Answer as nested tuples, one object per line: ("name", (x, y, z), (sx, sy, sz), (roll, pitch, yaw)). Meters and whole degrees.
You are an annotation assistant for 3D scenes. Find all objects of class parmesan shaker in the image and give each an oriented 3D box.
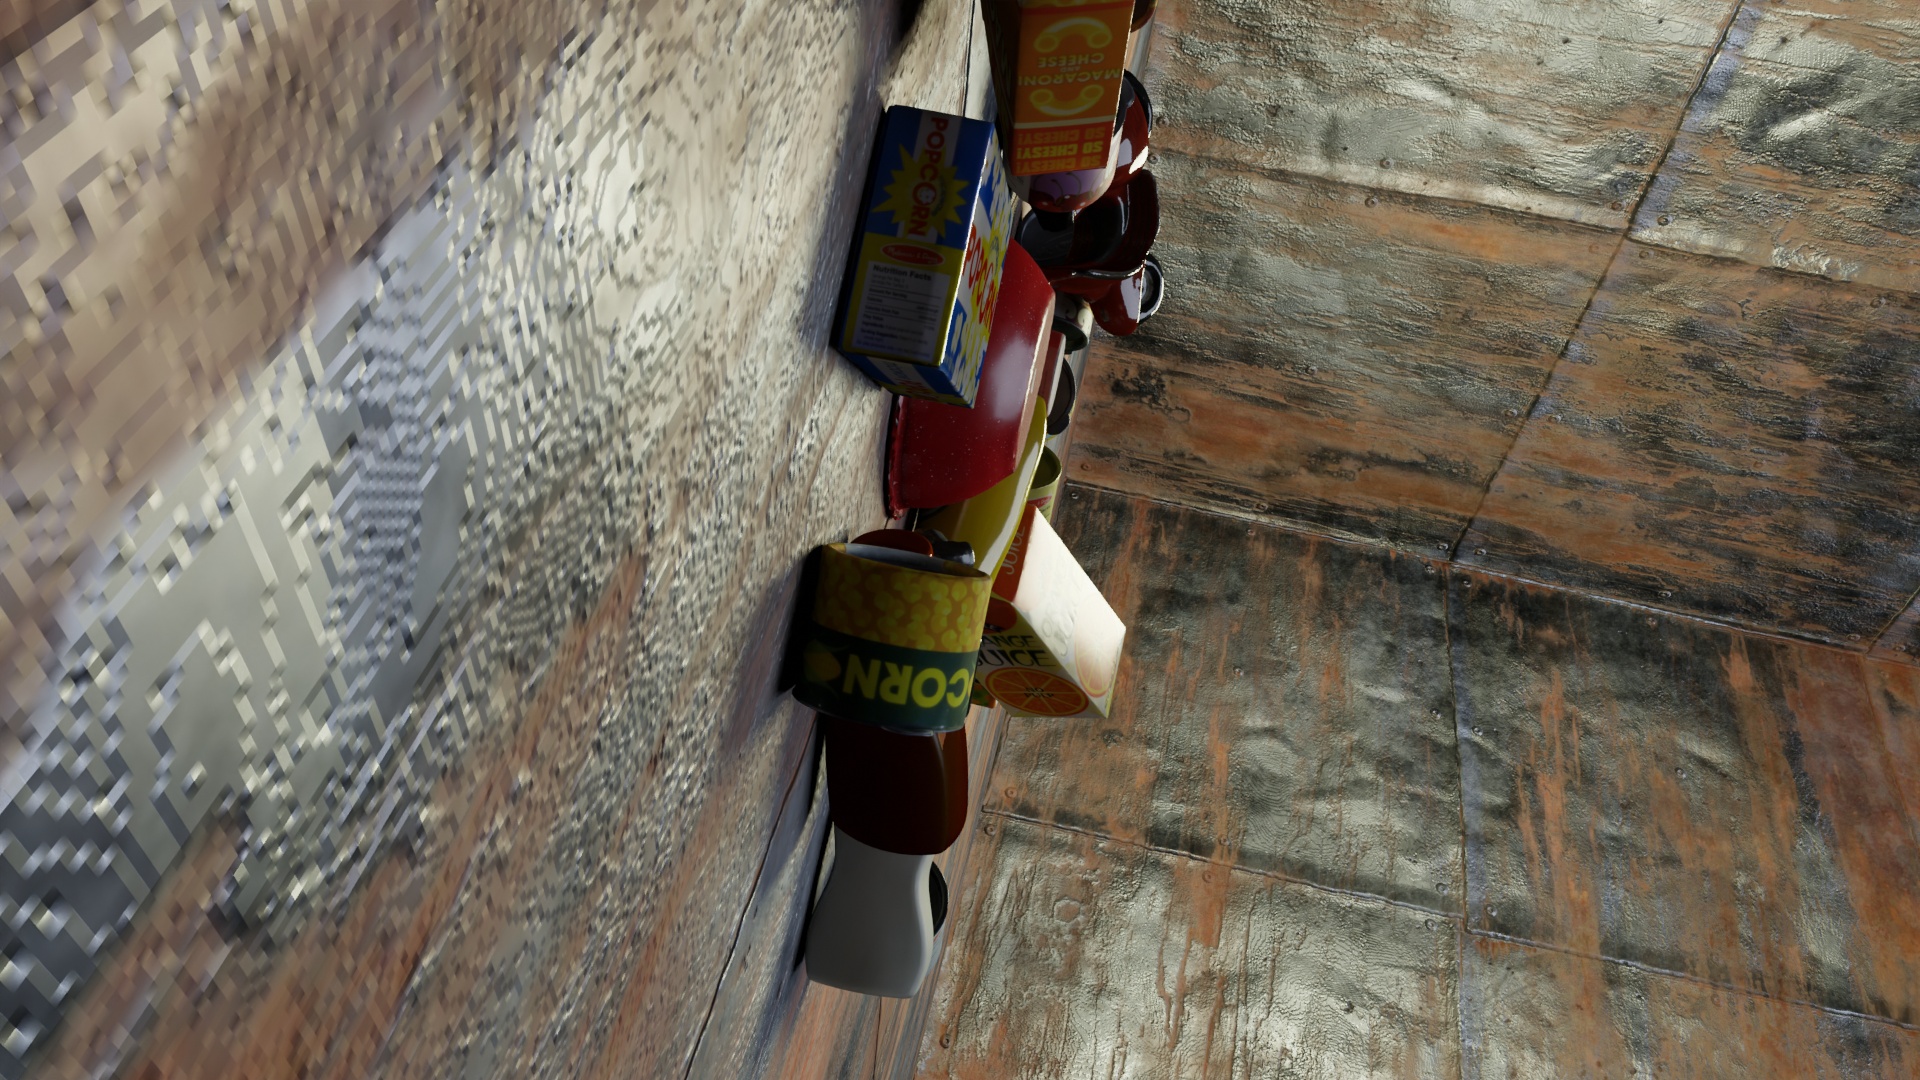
("parmesan shaker", (0.030, -0.017, 1.021), (0.072, 0.071, 0.102), (-71, 173, -52))

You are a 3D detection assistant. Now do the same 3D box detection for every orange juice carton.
("orange juice carton", (0.032, 0.038, 0.876), (0.192, 0.073, 0.072), (51, 45, -45))

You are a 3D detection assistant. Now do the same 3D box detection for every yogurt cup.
("yogurt cup", (0.036, -0.111, 0.895), (0.072, 0.054, 0.072), (8, 94, -84))

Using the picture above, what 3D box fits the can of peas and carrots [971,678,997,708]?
("can of peas and carrots", (0.003, 0.080, 0.975), (0.071, 0.059, 0.071), (8, 94, -85))

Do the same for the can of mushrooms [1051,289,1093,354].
("can of mushrooms", (0.061, -0.158, 0.967), (0.071, 0.071, 0.033), (81, 20, -76))

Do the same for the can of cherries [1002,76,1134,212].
("can of cherries", (0.059, -0.224, 0.768), (0.058, 0.071, 0.071), (86, 17, -73))

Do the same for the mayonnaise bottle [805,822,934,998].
("mayonnaise bottle", (-0.038, 0.154, 0.713), (0.041, 0.065, 0.148), (32, 67, -84))

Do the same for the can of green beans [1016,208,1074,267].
("can of green beans", (0.072, -0.202, 0.998), (0.057, 0.071, 0.071), (86, 18, -75))

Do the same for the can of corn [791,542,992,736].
("can of corn", (-0.024, 0.036, 0.520), (0.071, 0.071, 0.058), (-28, 130, -83))

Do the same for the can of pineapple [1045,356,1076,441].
("can of pineapple", (0.048, -0.101, 0.974), (0.058, 0.071, 0.071), (35, 68, -85))

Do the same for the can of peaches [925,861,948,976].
("can of peaches", (-0.043, 0.210, 0.777), (0.057, 0.071, 0.071), (96, 8, -50))

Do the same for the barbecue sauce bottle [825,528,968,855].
("barbecue sauce bottle", (-0.029, 0.067, 0.607), (0.044, 0.065, 0.147), (-51, 146, -53))

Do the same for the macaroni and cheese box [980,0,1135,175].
("macaroni and cheese box", (0.029, -0.219, 0.450), (0.165, 0.040, 0.124), (91, -7, -67))

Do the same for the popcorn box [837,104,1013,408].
("popcorn box", (-0.010, -0.099, 0.517), (0.126, 0.038, 0.085), (13, 88, -85))

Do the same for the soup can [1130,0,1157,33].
("soup can", (0.096, -0.366, 0.865), (0.071, 0.071, 0.084), (92, 13, -65))

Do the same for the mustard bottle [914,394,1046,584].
("mustard bottle", (0.003, -0.010, 0.764), (0.065, 0.049, 0.161), (-20, -130, 62))
